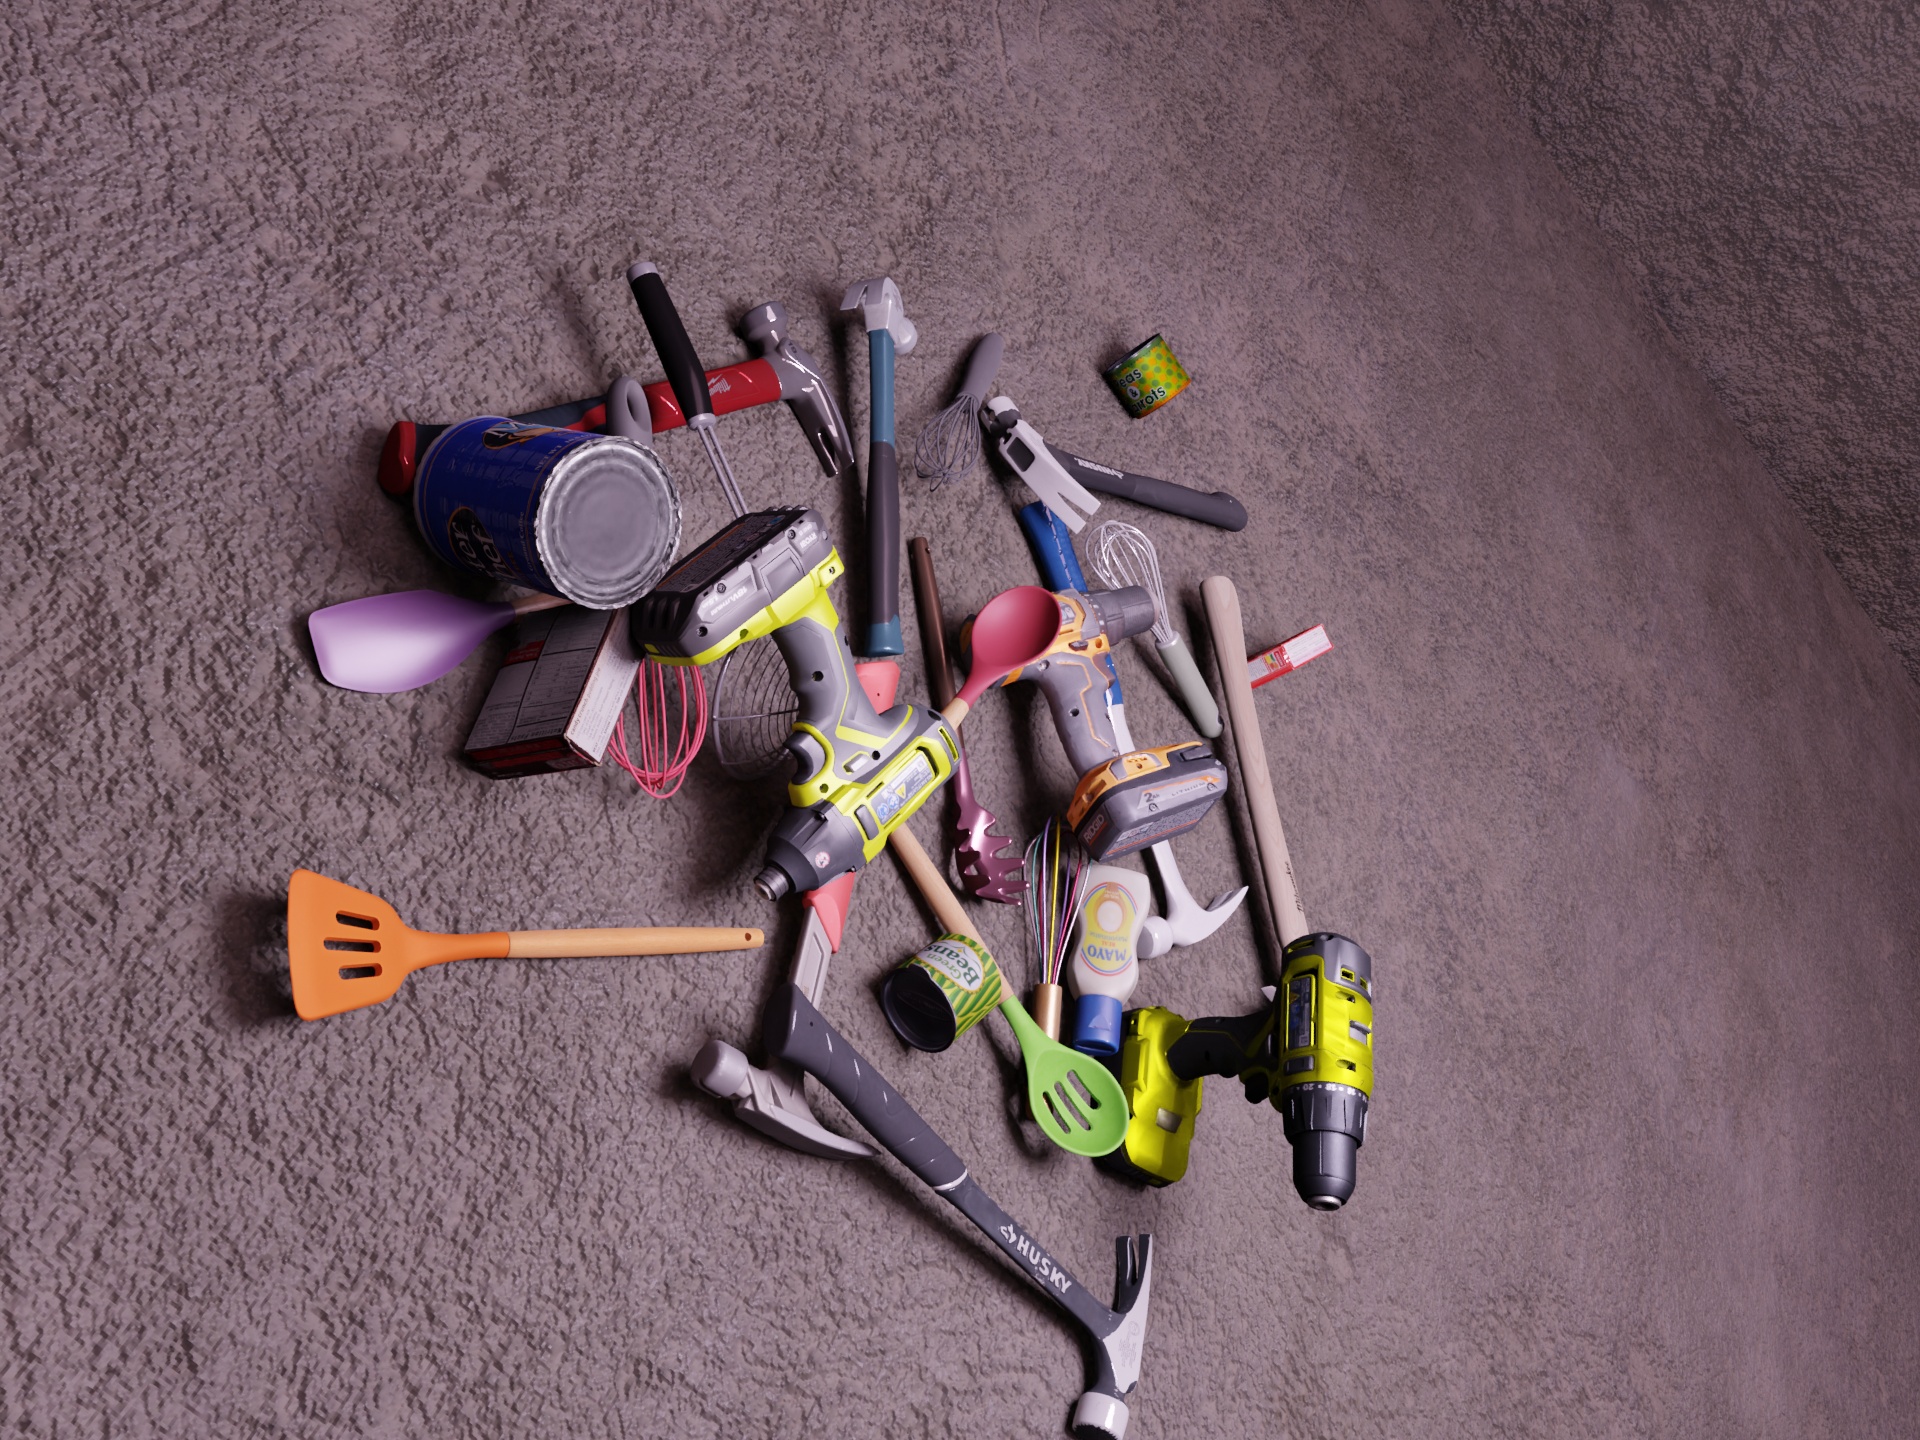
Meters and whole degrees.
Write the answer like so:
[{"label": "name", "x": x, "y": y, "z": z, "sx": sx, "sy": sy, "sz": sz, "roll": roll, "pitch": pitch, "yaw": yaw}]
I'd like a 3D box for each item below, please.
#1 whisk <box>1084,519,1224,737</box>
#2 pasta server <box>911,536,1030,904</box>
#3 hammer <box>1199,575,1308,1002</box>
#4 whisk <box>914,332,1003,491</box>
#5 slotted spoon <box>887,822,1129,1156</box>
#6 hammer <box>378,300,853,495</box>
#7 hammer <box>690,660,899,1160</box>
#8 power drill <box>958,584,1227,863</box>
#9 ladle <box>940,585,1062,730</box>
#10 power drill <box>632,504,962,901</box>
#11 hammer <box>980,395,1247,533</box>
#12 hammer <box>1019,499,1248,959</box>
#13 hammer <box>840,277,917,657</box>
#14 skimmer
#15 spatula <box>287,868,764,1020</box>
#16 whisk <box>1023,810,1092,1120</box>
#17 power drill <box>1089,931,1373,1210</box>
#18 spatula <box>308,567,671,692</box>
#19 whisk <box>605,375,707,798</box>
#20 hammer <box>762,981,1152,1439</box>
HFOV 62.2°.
[{"label": "whisk", "x": 0.181, "y": -0.078, "z": 1.427, "sx": 0.246, "sy": 0.059, "sz": 0.058, "roll": 58, "pitch": 31, "yaw": -28}, {"label": "pasta server", "x": -0.002, "y": -0.004, "z": 1.251, "sx": 0.060, "sy": 0.040, "sz": 0.316, "roll": 16, "pitch": 58, "yaw": -52}, {"label": "hammer", "x": 0.267, "y": 0.059, "z": 1.438, "sx": 0.146, "sy": 0.038, "sz": 0.411, "roll": 26, "pitch": 51, "yaw": -60}, {"label": "whisk", "x": 0.006, "y": -0.274, "z": 1.381, "sx": 0.055, "sy": 0.055, "sz": 0.239, "roll": 42, "pitch": 39, "yaw": -21}, {"label": "slotted spoon", "x": 0.020, "y": 0.182, "z": 1.167, "sx": 0.070, "sy": 0.031, "sz": 0.314, "roll": -31, "pitch": 85, "yaw": -28}, {"label": "hammer", "x": -0.232, "y": -0.203, "z": 1.130, "sx": 0.386, "sy": 0.038, "sz": 0.143, "roll": -29, "pitch": 93, "yaw": -47}, {"label": "hammer", "x": -0.083, "y": 0.114, "z": 1.102, "sx": 0.149, "sy": 0.037, "sz": 0.359, "roll": 38, "pitch": 48, "yaw": -35}, {"label": "power drill", "x": 0.125, "y": -0.013, "z": 1.292, "sx": 0.185, "sy": 0.084, "sz": 0.226, "roll": -17, "pitch": 64, "yaw": -30}, {"label": "ladle", "x": -0.011, "y": 0.004, "z": 1.163, "sx": 0.315, "sy": 0.069, "sz": 0.031, "roll": -53, "pitch": 150, "yaw": -39}, {"label": "power drill", "x": -0.105, "y": -0.008, "z": 1.015, "sx": 0.171, "sy": 0.080, "sz": 0.223, "roll": -43, "pitch": 119, "yaw": -30}, {"label": "hammer", "x": 0.168, "y": -0.216, "z": 1.495, "sx": 0.334, "sy": 0.035, "sz": 0.146, "roll": 6, "pitch": 42, "yaw": -46}, {"label": "hammer", "x": 0.138, "y": -0.001, "z": 1.384, "sx": 0.144, "sy": 0.035, "sz": 0.406, "roll": -9, "pitch": 77, "yaw": -45}, {"label": "hammer", "x": -0.062, "y": -0.204, "z": 1.269, "sx": 0.128, "sy": 0.033, "sz": 0.331, "roll": 52, "pitch": 34, "yaw": -68}, {"label": "skimmer", "x": -0.180, "y": -0.140, "z": 1.111, "sx": 0.127, "sy": 0.090, "sz": 0.363, "roll": -10, "pitch": 76, "yaw": -63}, {"label": "spatula", "x": -0.246, "y": 0.132, "z": 0.950, "sx": 0.322, "sy": 0.041, "sz": 0.081, "roll": 5, "pitch": 70, "yaw": -43}, {"label": "whisk", "x": 0.070, "y": 0.186, "z": 1.227, "sx": 0.051, "sy": 0.047, "sz": 0.245, "roll": 17, "pitch": 63, "yaw": -23}, {"label": "power drill", "x": 0.203, "y": 0.272, "z": 1.169, "sx": 0.080, "sy": 0.228, "sz": 0.191, "roll": 30, "pitch": 52, "yaw": -30}, {"label": "spatula", "x": -0.273, "y": -0.073, "z": 1.041, "sx": 0.316, "sy": 0.018, "sz": 0.060, "roll": -20, "pitch": 97, "yaw": -46}, {"label": "whisk", "x": -0.211, "y": -0.093, "z": 1.056, "sx": 0.073, "sy": 0.073, "sz": 0.296, "roll": 5, "pitch": 71, "yaw": -42}, {"label": "hammer", "x": 0.007, "y": 0.315, "z": 1.069, "sx": 0.408, "sy": 0.036, "sz": 0.149, "roll": 50, "pitch": 42, "yaw": -24}]
